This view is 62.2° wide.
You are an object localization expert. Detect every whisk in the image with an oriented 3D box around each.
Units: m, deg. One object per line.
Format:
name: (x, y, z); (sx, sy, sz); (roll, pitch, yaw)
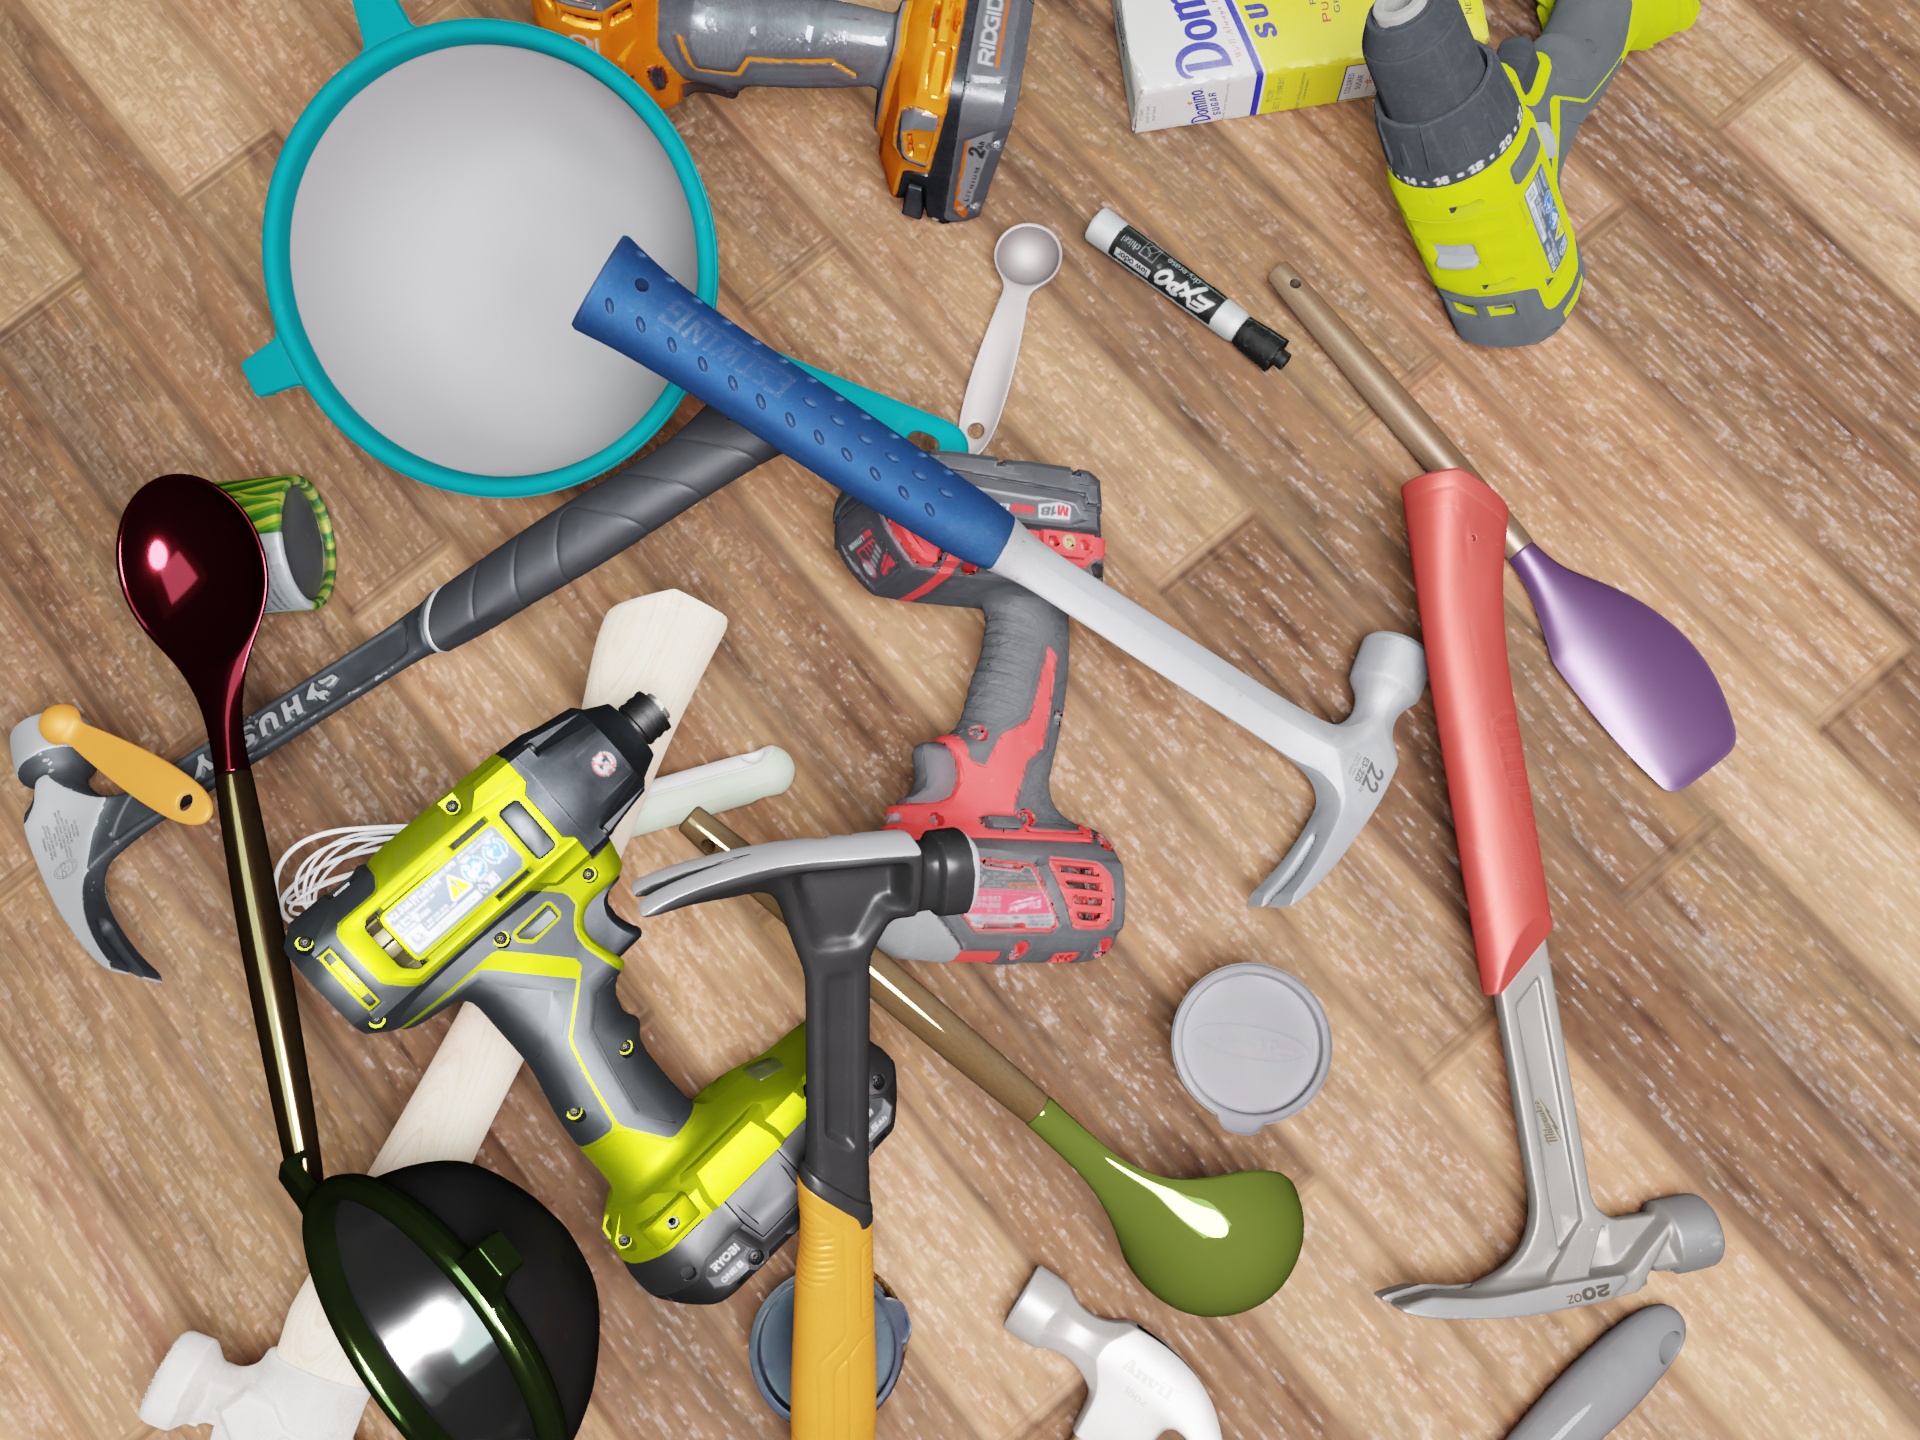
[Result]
whisk: (0.218, 0.330, 0.661); (0.239, 0.055, 0.055); (-40, 79, -10)
whisk: (-0.197, 0.053, 0.742); (0.246, 0.058, 0.059); (-16, 112, -5)

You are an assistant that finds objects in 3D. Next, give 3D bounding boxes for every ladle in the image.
ladle: (0.014, 0.138, 0.661); (0.320, 0.062, 0.078); (41, 114, -5)
ladle: (-0.304, 0.047, 0.676); (0.069, 0.031, 0.315); (-16, 81, 9)

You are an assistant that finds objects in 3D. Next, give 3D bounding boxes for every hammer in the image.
hammer: (0.024, -0.064, 0.667); (0.405, 0.035, 0.144); (31, 72, -17)
hammer: (-0.250, -0.032, 0.719); (0.409, 0.036, 0.149); (-31, 64, 6)
hammer: (0.002, 0.408, 0.661); (0.130, 0.031, 0.331); (31, 82, 9)
hammer: (0.228, 0.069, 0.692); (0.149, 0.036, 0.359); (-6, 83, -10)
hammer: (-0.057, 0.208, 0.623); (0.127, 0.034, 0.336); (-5, 105, -19)
hammer: (-0.195, 0.136, 0.699); (0.146, 0.038, 0.411); (25, 84, -7)

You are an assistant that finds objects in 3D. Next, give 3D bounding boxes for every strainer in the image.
strainer: (-0.153, -0.192, 0.766); (0.340, 0.095, 0.211); (22, 101, -2)
strainer: (-0.173, 0.276, 0.641); (0.151, 0.069, 0.256); (2, 115, 39)

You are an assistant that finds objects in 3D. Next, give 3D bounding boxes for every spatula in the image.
spatula: (0.254, -0.102, 0.763); (0.060, 0.018, 0.316); (-37, 80, -6)

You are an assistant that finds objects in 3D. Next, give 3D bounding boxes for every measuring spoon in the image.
measuring spoon: (0.021, -0.189, 0.799); (0.034, 0.018, 0.124); (16, 86, 6)
measuring spoon: (-0.378, 0.019, 0.716); (0.117, 0.011, 0.021); (24, 80, 24)

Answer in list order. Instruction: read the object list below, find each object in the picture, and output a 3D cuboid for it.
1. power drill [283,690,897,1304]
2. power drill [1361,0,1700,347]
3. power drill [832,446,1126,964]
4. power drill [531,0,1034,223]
power drill: (-0.136, 0.112, 0.659); (0.171, 0.080, 0.223); (-43, 104, -18)
power drill: (0.262, -0.315, 0.729); (0.080, 0.190, 0.228); (15, 71, 41)
power drill: (-0.001, -0.002, 0.708); (0.143, 0.078, 0.220); (3, 79, -22)
power drill: (-0.091, -0.313, 0.770); (0.226, 0.164, 0.084); (10, 78, -7)
